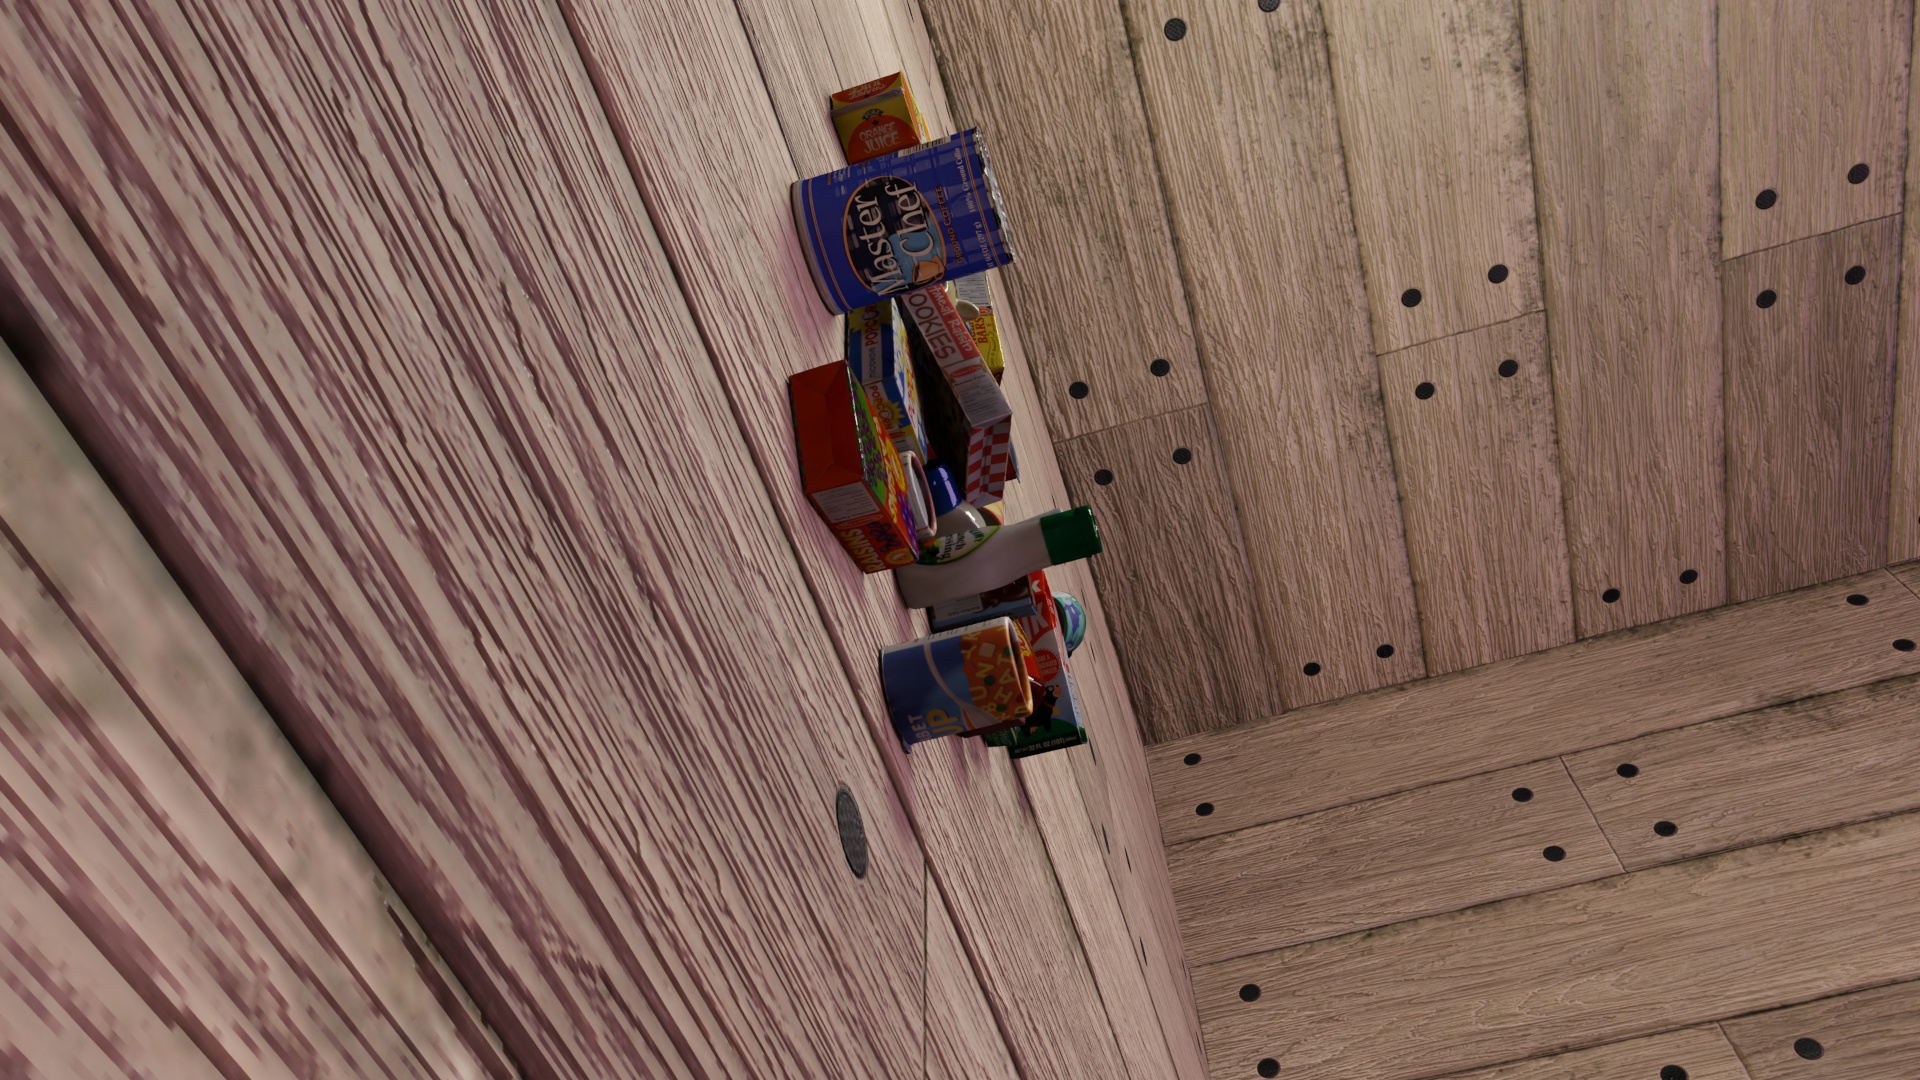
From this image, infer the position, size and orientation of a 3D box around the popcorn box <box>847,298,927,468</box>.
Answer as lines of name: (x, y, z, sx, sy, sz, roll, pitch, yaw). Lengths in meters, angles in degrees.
popcorn box: (-0.057, -0.122, 1.068, 0.127, 0.038, 0.084, -95, 168, -51)

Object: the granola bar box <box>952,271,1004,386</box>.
granola bar box: (0.004, -0.165, 1.371, 0.164, 0.039, 0.125, 103, -19, -57)

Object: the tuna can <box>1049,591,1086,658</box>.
tuna can: (0.094, 0.088, 1.434, 0.033, 0.071, 0.071, 0, 72, -49)

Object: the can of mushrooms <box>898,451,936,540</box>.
can of mushrooms: (-0.042, -0.031, 1.018, 0.071, 0.033, 0.071, -18, 92, -82)

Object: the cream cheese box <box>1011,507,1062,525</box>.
cream cheese box: (0.063, 0.008, 1.427, 0.024, 0.104, 0.053, 55, 19, -51)

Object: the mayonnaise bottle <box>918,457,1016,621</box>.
mayonnaise bottle: (-0.002, 0.005, 1.138, 0.041, 0.065, 0.147, -83, 153, -68)

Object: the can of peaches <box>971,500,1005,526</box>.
can of peaches: (0.004, -0.015, 1.209, 0.058, 0.071, 0.071, -88, 161, -65)

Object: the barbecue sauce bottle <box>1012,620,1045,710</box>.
barbecue sauce bottle: (0.026, 0.084, 1.196, 0.149, 0.065, 0.043, -107, -149, -51)

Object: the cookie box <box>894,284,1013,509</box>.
cookie box: (-0.010, -0.127, 1.156, 0.122, 0.040, 0.168, 93, -26, -58)

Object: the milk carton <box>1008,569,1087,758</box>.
milk carton: (0.067, 0.114, 1.370, 0.073, 0.072, 0.191, 42, 35, -76)

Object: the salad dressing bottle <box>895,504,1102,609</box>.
salad dressing bottle: (0.028, 0.010, 1.010, 0.064, 0.147, 0.044, -85, 159, -70)

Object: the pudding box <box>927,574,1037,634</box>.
pudding box: (0.016, 0.042, 1.098, 0.030, 0.084, 0.050, 58, 19, -68)

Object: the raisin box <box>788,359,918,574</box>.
raisin box: (-0.064, -0.043, 0.864, 0.123, 0.040, 0.086, 62, 14, -61)

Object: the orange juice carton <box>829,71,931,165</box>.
orange juice carton: (-0.072, -0.394, 1.354, 0.192, 0.072, 0.073, 26, 49, -80)

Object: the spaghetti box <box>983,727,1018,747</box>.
spaghetti box: (0.024, 0.085, 1.278, 0.251, 0.028, 0.050, -95, 167, -52)

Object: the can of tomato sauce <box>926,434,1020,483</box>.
can of tomato sauce: (0.006, -0.075, 1.256, 0.071, 0.083, 0.071, -17, 92, -82)

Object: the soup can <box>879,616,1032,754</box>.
soup can: (-0.001, 0.092, 0.887, 0.071, 0.084, 0.071, -17, 92, -82)
